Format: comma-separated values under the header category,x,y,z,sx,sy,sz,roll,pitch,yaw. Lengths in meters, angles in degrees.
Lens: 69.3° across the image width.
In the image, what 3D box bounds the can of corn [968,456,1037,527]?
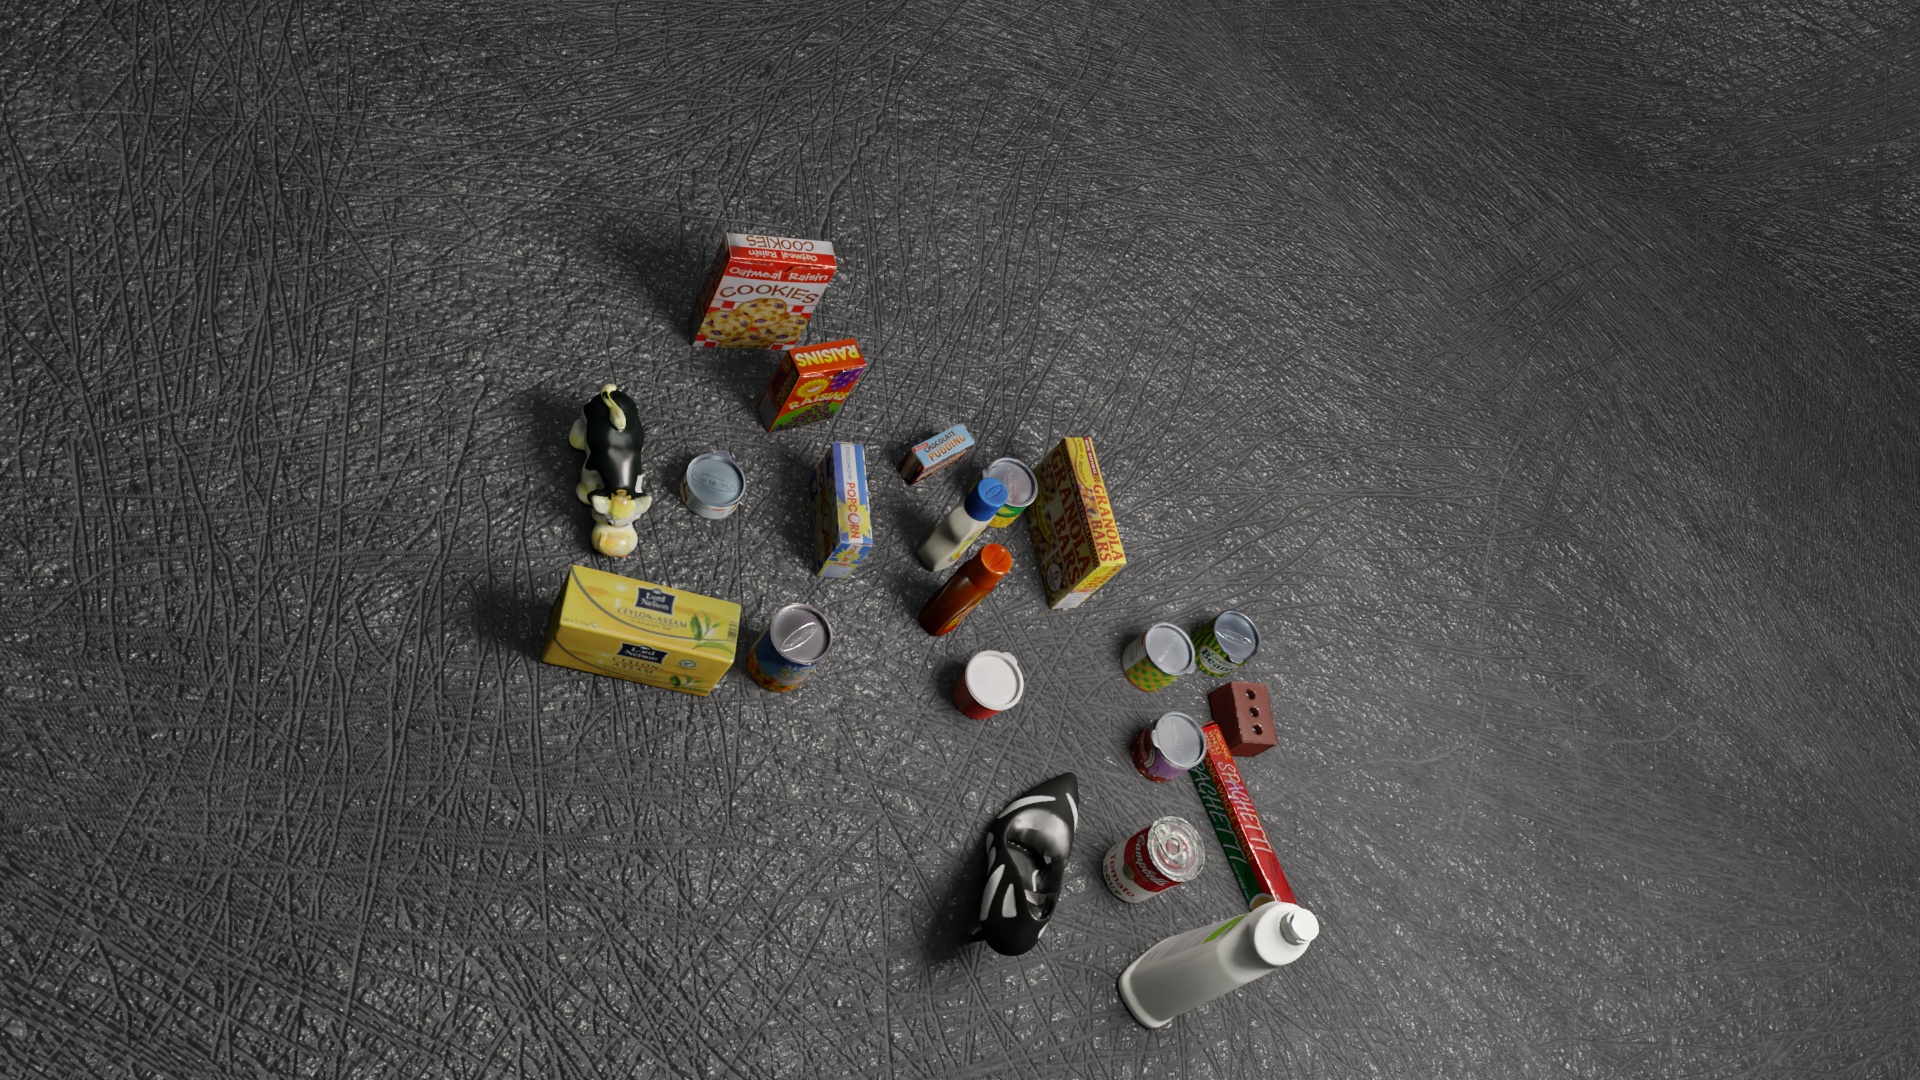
category,x,y,z,sx,sy,sz,roll,pitch,yaw
can of corn,0.047,-0.057,1.637,0.071,0.058,0.071,12,59,-20

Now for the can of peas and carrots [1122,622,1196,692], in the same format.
category,x,y,z,sx,sy,sz,roll,pitch,yaw
can of peas and carrots,0.232,0.138,1.620,0.071,0.058,0.071,12,59,-20

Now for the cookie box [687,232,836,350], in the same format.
category,x,y,z,sx,sy,sz,roll,pitch,yaw
cookie box,-0.224,-0.275,1.557,0.123,0.166,0.040,-1,64,-27

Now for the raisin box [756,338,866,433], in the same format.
category,x,y,z,sx,sy,sz,roll,pitch,yaw
raisin box,-0.168,-0.172,1.555,0.086,0.122,0.040,-14,70,-32

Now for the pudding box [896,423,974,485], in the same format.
category,x,y,z,sx,sy,sz,roll,pitch,yaw
pudding box,-0.029,-0.101,1.630,0.084,0.049,0.030,-29,79,-35

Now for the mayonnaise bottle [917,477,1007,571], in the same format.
category,x,y,z,sx,sy,sz,roll,pitch,yaw
mayonnaise bottle,0.005,-0.019,1.540,0.041,0.147,0.065,49,54,5

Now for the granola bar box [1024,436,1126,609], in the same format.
category,x,y,z,sx,sy,sz,roll,pitch,yaw
granola bar box,0.129,-0.020,1.616,0.039,0.123,0.166,-1,64,-27

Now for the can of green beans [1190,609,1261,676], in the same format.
category,x,y,z,sx,sy,sz,roll,pitch,yaw
can of green beans,0.318,0.124,1.671,0.071,0.057,0.071,12,59,-20

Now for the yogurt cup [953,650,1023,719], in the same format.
category,x,y,z,sx,sy,sz,roll,pitch,yaw
yogurt cup,0.027,0.160,1.508,0.072,0.053,0.073,12,59,-20

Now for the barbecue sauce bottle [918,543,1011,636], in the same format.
category,x,y,z,sx,sy,sz,roll,pitch,yaw
barbecue sauce bottle,0.008,0.051,1.501,0.043,0.147,0.065,47,53,4

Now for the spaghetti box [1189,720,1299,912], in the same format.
category,x,y,z,sx,sy,sz,roll,pitch,yaw
spaghetti box,0.314,0.327,1.560,0.029,0.050,0.250,-11,68,-31

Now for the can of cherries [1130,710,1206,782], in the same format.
category,x,y,z,sx,sy,sz,roll,pitch,yaw
can of cherries,0.232,0.233,1.567,0.071,0.058,0.072,12,59,-20

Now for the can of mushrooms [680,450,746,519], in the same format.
category,x,y,z,sx,sy,sz,roll,pitch,yaw
can of mushrooms,-0.266,-0.060,1.498,0.071,0.033,0.071,12,58,-20

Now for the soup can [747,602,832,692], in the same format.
category,x,y,z,sx,sy,sz,roll,pitch,yaw
soup can,-0.173,0.113,1.416,0.071,0.083,0.071,12,59,-20

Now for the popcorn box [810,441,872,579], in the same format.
category,x,y,z,sx,sy,sz,roll,pitch,yaw
popcorn box,-0.132,-0.033,1.518,0.038,0.084,0.127,6,61,-24
